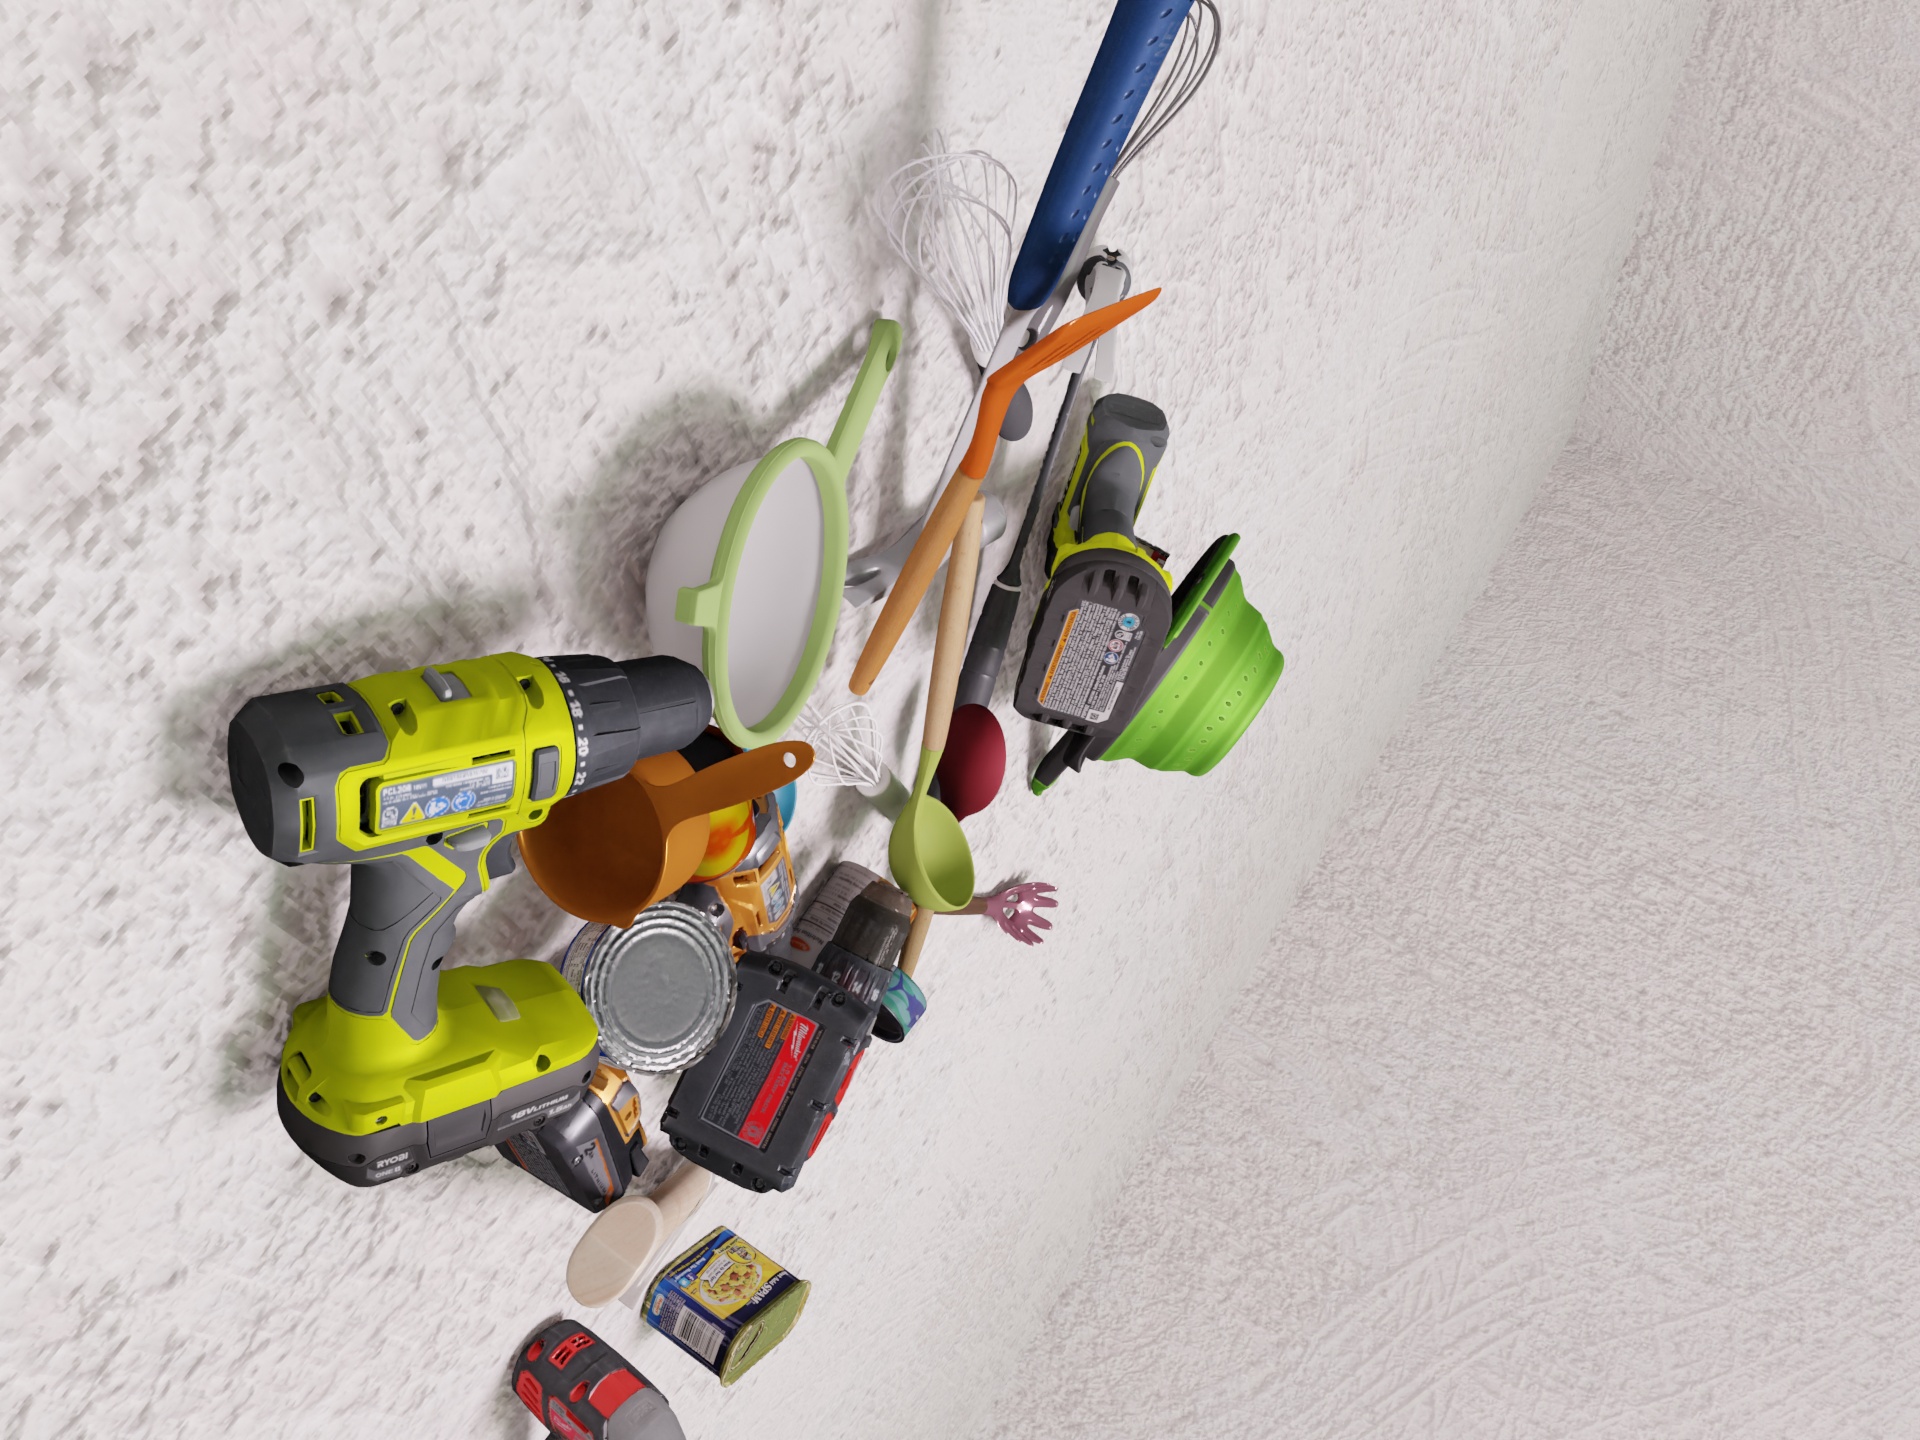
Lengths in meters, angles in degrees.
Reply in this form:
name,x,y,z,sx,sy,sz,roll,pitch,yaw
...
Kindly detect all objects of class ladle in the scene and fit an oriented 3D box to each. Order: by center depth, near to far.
name,x,y,z,sx,sy,sz,roll,pitch,yaw
ladle,-0.002,-0.003,0.988,0.078,0.062,0.320,-78,179,-50
ladle,-0.019,0.107,1.172,0.031,0.069,0.315,-17,144,-28

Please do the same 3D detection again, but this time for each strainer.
name,x,y,z,sx,sy,sz,roll,pitch,yaw
strainer,-0.096,-0.109,0.792,0.151,0.069,0.256,79,26,-57

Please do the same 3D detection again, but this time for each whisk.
name,x,y,z,sx,sy,sz,roll,pitch,yaw
whisk,0.013,-0.228,0.891,0.070,0.070,0.284,-58,162,-10
whisk,0.087,-0.324,0.954,0.239,0.055,0.055,-62,159,12
whisk,-0.061,0.036,1.044,0.058,0.059,0.246,-54,163,-7

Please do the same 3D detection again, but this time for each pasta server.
name,x,y,z,sx,sy,sz,roll,pitch,yaw
pasta server,0.014,0.161,1.368,0.316,0.040,0.060,19,86,-67

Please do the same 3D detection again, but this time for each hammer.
name,x,y,z,sx,sy,sz,roll,pitch,yaw
hammer,0.028,-0.206,0.818,0.144,0.035,0.405,-34,162,-37
hammer,-0.182,0.296,0.912,0.146,0.038,0.410,-54,176,-12
hammer,0.037,-0.103,1.066,0.149,0.036,0.408,-78,-175,-57

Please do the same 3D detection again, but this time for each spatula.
name,x,y,z,sx,sy,sz,roll,pitch,yaw
spatula,0.003,-0.111,0.856,0.081,0.041,0.322,-31,161,-42

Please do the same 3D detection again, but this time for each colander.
name,x,y,z,sx,sy,sz,roll,pitch,yaw
colander,0.149,0.003,1.233,0.204,0.094,0.397,-54,179,-26

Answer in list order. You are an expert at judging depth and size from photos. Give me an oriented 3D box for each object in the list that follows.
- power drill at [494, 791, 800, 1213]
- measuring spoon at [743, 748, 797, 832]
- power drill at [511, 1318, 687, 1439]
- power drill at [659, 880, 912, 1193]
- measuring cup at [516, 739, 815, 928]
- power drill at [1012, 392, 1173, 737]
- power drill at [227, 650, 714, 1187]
name,x,y,z,sx,sy,sz,roll,pitch,yaw
power drill,-0.169,0.162,0.909,0.226,0.084,0.185,-55,159,-30
measuring spoon,-0.124,0.021,0.929,0.128,0.021,0.042,74,30,-48
power drill,-0.246,0.517,1.065,0.078,0.143,0.219,-27,142,-52
power drill,-0.088,0.181,0.950,0.188,0.080,0.226,-64,173,-6
measuring cup,-0.129,0.036,0.750,0.052,0.173,0.095,-28,97,-64
power drill,0.091,-0.098,1.083,0.223,0.080,0.171,-80,-173,-51
power drill,-0.203,0.074,0.677,0.190,0.080,0.228,-13,130,-38
